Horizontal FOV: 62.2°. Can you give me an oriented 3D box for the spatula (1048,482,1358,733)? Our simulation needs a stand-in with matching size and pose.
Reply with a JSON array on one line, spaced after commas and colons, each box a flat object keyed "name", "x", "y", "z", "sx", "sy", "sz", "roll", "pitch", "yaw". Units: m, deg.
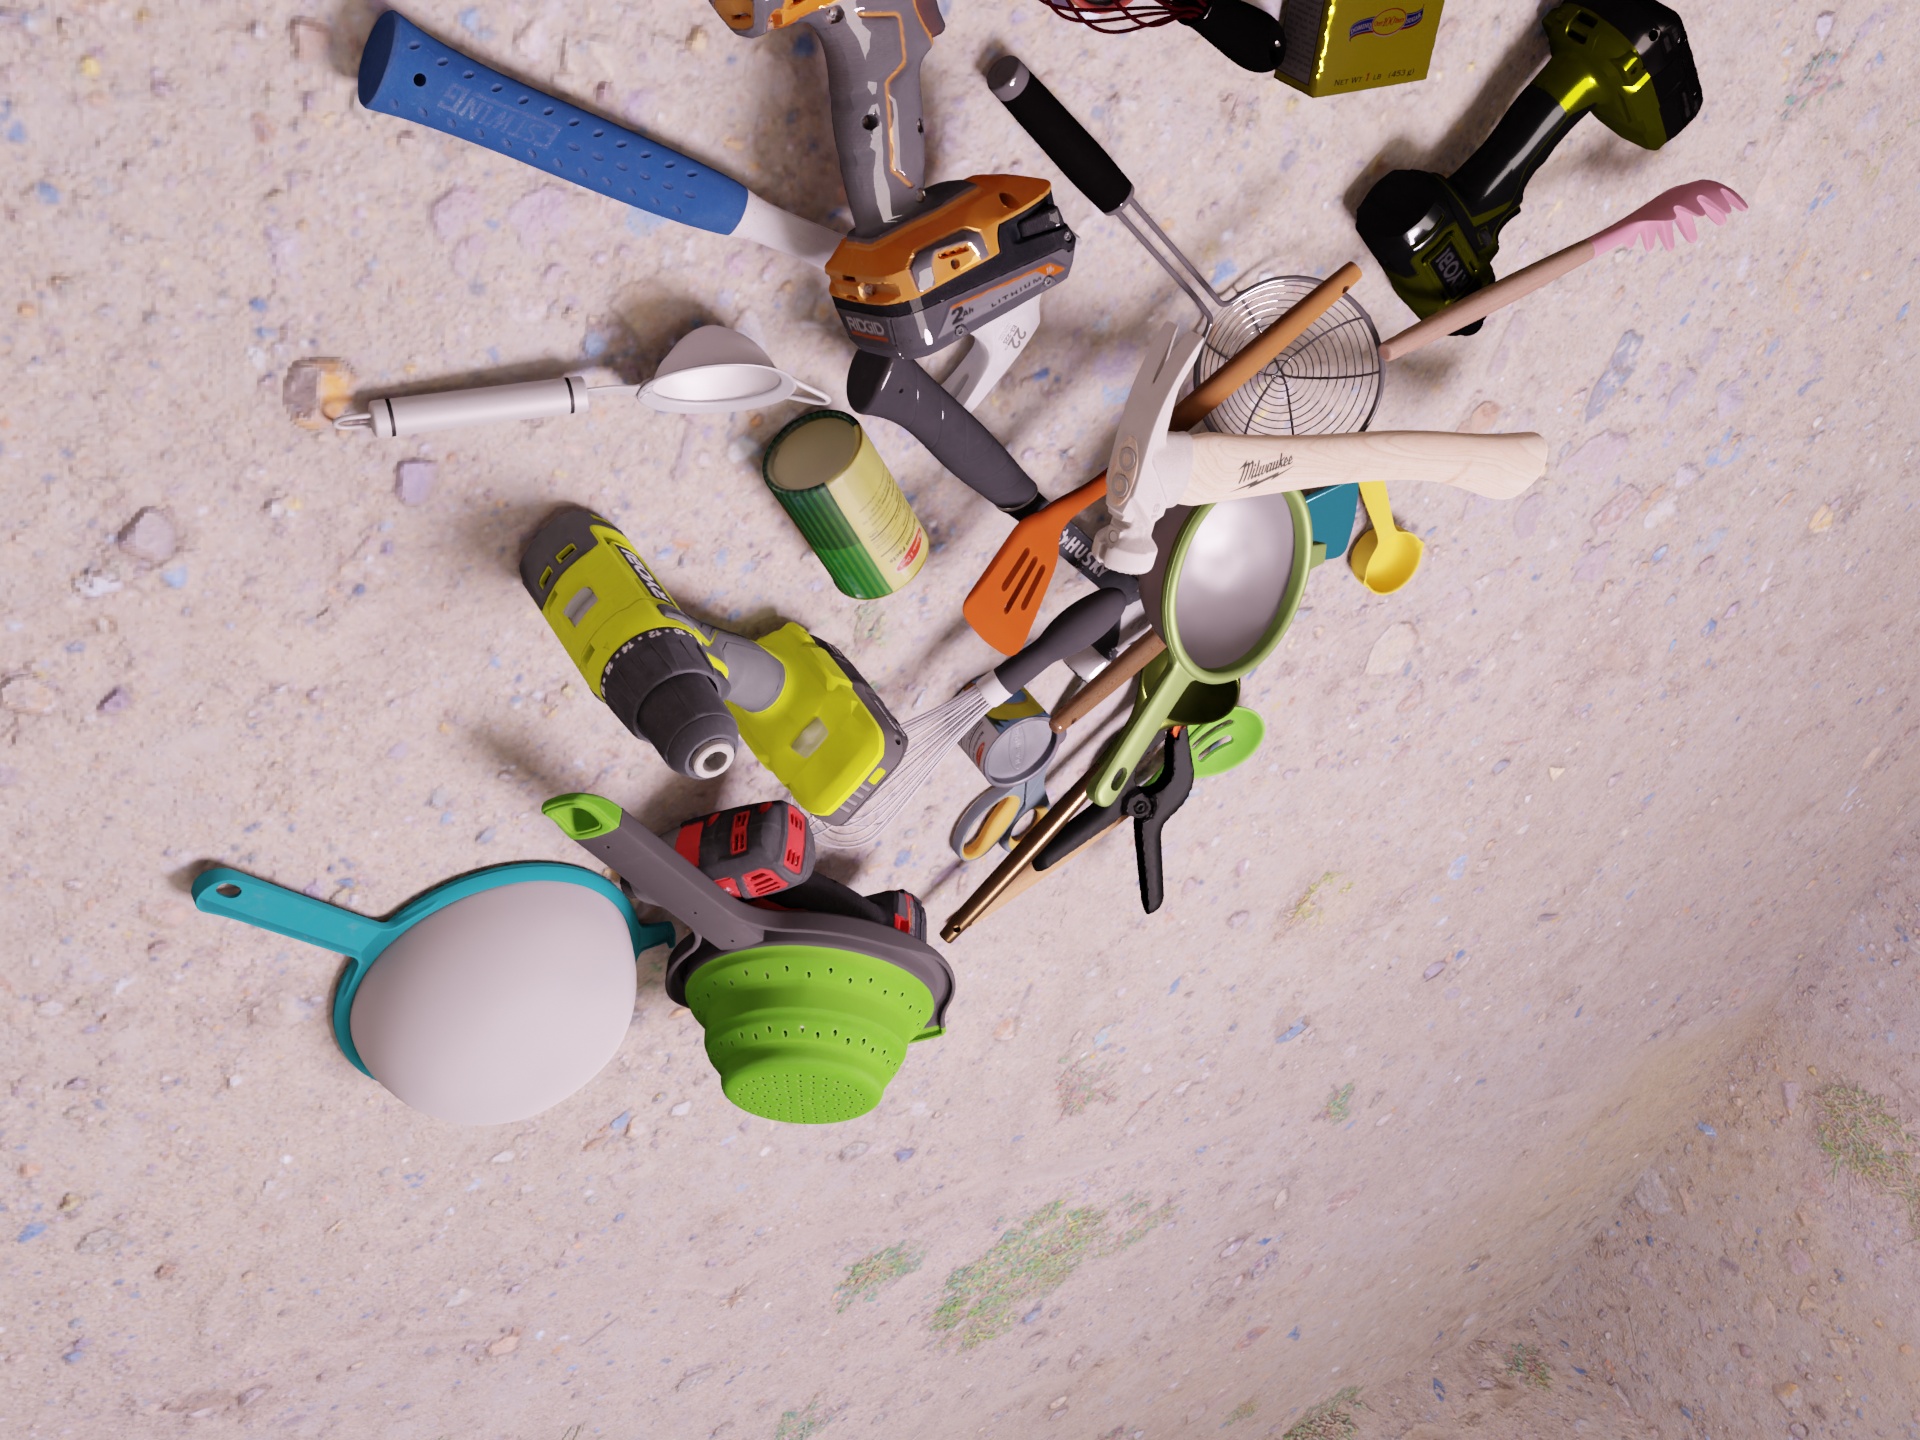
[{"name": "spatula", "x": 0.183, "y": -0.081, "z": 1.184, "sx": 0.317, "sy": 0.044, "sz": 0.082, "roll": -39, "pitch": 148, "yaw": -26}]

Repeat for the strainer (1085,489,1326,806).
[{"name": "strainer", "x": 0.142, "y": -0.061, "z": 1.087, "sx": 0.151, "sy": 0.069, "sz": 0.256, "roll": 37, "pitch": 83, "yaw": -46}]

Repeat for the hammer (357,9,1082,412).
[{"name": "hammer", "x": -0.110, "y": -0.255, "z": 0.826, "sx": 0.405, "sy": 0.035, "sz": 0.144, "roll": 10, "pitch": 120, "yaw": -43}]

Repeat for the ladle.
[{"name": "ladle", "x": 0.096, "y": 0.060, "z": 1.250, "sx": 0.078, "sy": 0.062, "sz": 0.320, "roll": 42, "pitch": 94, "yaw": -12}]

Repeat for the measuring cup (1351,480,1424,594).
[{"name": "measuring cup", "x": 0.328, "y": -0.167, "z": 1.271, "sx": 0.062, "sy": 0.029, "sz": 0.156, "roll": -34, "pitch": 129, "yaw": -7}]

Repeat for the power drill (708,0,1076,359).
[{"name": "power drill", "x": -0.013, "y": -0.317, "z": 0.783, "sx": 0.185, "sy": 0.084, "sz": 0.226, "roll": -34, "pitch": 124, "yaw": -21}]

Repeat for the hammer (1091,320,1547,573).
[{"name": "hammer", "x": 0.259, "y": -0.180, "z": 1.041, "sx": 0.410, "sy": 0.038, "sz": 0.146, "roll": -9, "pitch": 124, "yaw": -37}]

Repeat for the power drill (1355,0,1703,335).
[{"name": "power drill", "x": 0.383, "y": -0.370, "z": 1.076, "sx": 0.223, "sy": 0.080, "sz": 0.171, "roll": -46, "pitch": 145, "yaw": 13}]

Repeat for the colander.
[{"name": "colander", "x": -0.144, "y": 0.176, "z": 1.045, "sx": 0.204, "sy": 0.095, "sz": 0.396, "roll": -15, "pitch": 142, "yaw": 23}]

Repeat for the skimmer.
[{"name": "skimmer", "x": 0.143, "y": -0.272, "z": 0.965, "sx": 0.127, "sy": 0.090, "sz": 0.363, "roll": -49, "pitch": 140, "yaw": 11}]

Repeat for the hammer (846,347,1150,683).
[{"name": "hammer", "x": 0.049, "y": -0.140, "z": 1.024, "sx": 0.149, "sy": 0.036, "sz": 0.408, "roll": -48, "pitch": 148, "yaw": 7}]

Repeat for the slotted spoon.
[{"name": "slotted spoon", "x": 0.120, "y": 0.084, "z": 1.338, "sx": 0.314, "sy": 0.031, "sz": 0.070, "roll": -35, "pitch": 127, "yaw": -2}]

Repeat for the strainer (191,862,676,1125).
[{"name": "strainer", "x": -0.332, "y": 0.179, "z": 1.018, "sx": 0.211, "sy": 0.095, "sz": 0.340, "roll": -45, "pitch": 142, "yaw": 6}]

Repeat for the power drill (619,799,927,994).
[{"name": "power drill", "x": -0.129, "y": 0.133, "z": 1.126, "sx": 0.143, "sy": 0.079, "sz": 0.219, "roll": -16, "pitch": 144, "yaw": 25}]

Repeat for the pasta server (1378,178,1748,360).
[{"name": "pasta server", "x": 0.414, "y": -0.306, "z": 1.091, "sx": 0.316, "sy": 0.040, "sz": 0.060, "roll": -28, "pitch": 179, "yaw": -18}]

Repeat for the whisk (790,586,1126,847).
[{"name": "whisk", "x": -0.003, "y": -0.004, "z": 1.098, "sx": 0.284, "sy": 0.070, "sz": 0.070, "roll": -37, "pitch": 142, "yaw": 14}]

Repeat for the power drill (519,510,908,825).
[{"name": "power drill", "x": -0.132, "y": -0.015, "z": 0.921, "sx": 0.080, "sy": 0.191, "sz": 0.228, "roll": -48, "pitch": 145, "yaw": 10}]

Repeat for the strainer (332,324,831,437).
[{"name": "strainer", "x": -0.194, "y": -0.174, "z": 0.834, "sx": 0.258, "sy": 0.050, "sz": 0.087, "roll": -13, "pitch": 178, "yaw": -22}]

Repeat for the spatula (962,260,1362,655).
[{"name": "spatula", "x": 0.126, "y": -0.168, "z": 0.992, "sx": 0.322, "sy": 0.041, "sz": 0.081, "roll": -41, "pitch": 147, "yaw": 7}]

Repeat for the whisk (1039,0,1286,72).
[{"name": "whisk", "x": 0.111, "y": -0.372, "z": 0.816, "sx": 0.296, "sy": 0.073, "sz": 0.073, "roll": -17, "pitch": 141, "yaw": -58}]
